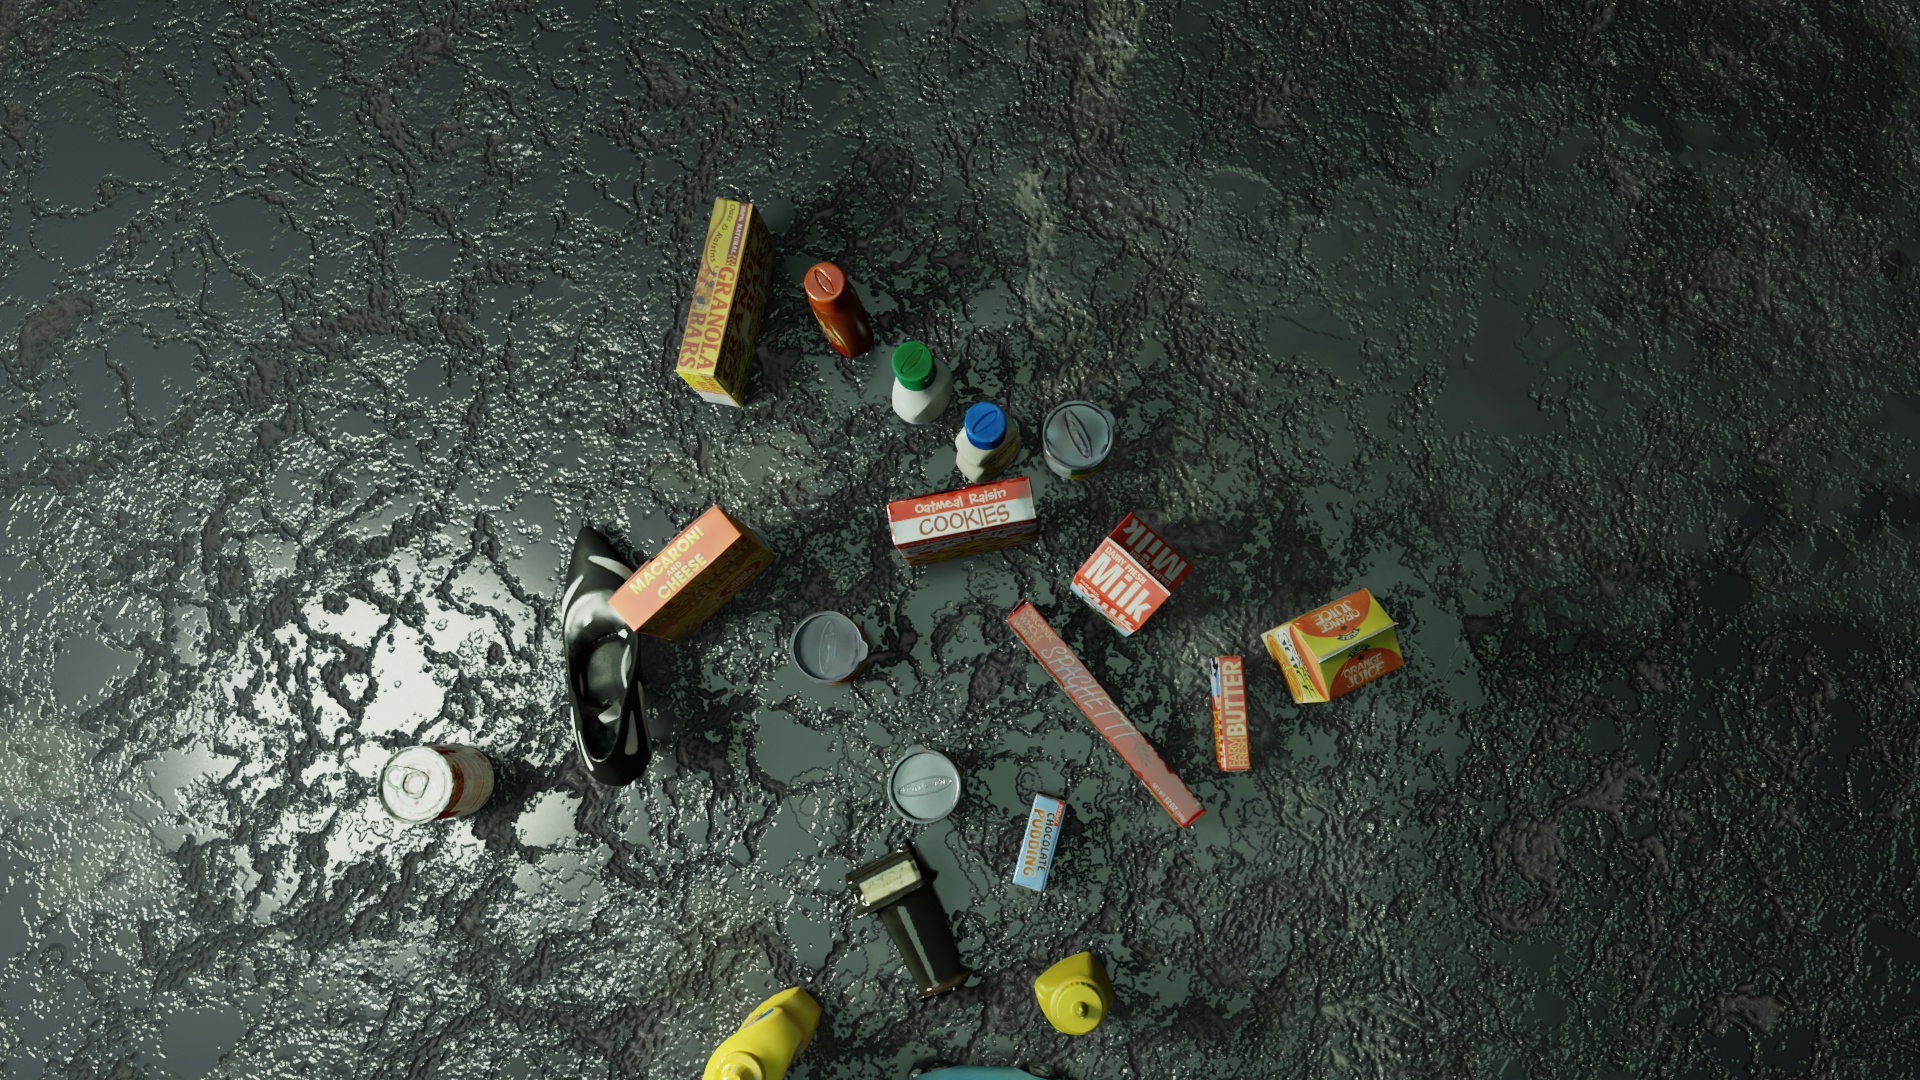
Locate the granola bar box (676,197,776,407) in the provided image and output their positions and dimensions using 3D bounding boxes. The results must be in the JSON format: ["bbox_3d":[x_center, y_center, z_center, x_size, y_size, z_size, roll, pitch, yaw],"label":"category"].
[{"bbox_3d":[-0.215,-0.219,1.299,0.039,0.124,0.165,11,83,4],"label":"granola bar box"}]

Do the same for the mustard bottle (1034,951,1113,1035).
[{"bbox_3d":[0.098,0.389,1.180,0.065,0.160,0.049,-29,82,-1],"label":"mustard bottle"}]

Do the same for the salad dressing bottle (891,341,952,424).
[{"bbox_3d":[-0.037,-0.146,1.269,0.044,0.147,0.064,40,86,7],"label":"salad dressing bottle"}]

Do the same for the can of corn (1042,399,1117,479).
[{"bbox_3d":[0.112,-0.094,1.301,0.071,0.058,0.071,0,82,2],"label":"can of corn"}]

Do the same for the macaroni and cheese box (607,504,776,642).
[{"bbox_3d":[-0.236,0.033,1.242,0.124,0.166,0.040,-42,83,-3],"label":"macaroni and cheese box"}]

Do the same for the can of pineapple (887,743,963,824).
[{"bbox_3d":[-0.030,0.220,1.261,0.071,0.058,0.071,0,82,2],"label":"can of pineapple"}]

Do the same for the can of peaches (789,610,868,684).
[{"bbox_3d":[-0.118,0.100,1.282,0.071,0.058,0.071,0,82,2],"label":"can of peaches"}]

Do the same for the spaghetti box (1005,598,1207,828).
[{"bbox_3d":[0.130,0.157,1.268,0.029,0.050,0.250,-40,82,-3],"label":"spaghetti box"}]

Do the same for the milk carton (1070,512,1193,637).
[{"bbox_3d":[0.148,0.031,1.214,0.072,0.190,0.073,42,86,7],"label":"milk carton"}]

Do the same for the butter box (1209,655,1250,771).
[{"bbox_3d":[0.244,0.157,1.261,0.024,0.053,0.103,-3,82,2],"label":"butter box"}]

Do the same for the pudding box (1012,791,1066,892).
[{"bbox_3d":[0.072,0.271,1.254,0.030,0.049,0.084,15,83,4],"label":"pudding box"}]

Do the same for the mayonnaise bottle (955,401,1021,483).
[{"bbox_3d":[0.024,-0.091,1.258,0.065,0.148,0.041,-42,83,-3],"label":"mayonnaise bottle"}]

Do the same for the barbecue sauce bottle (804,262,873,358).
[{"bbox_3d":[-0.114,-0.216,1.282,0.044,0.148,0.065,-34,82,-2],"label":"barbecue sauce bottle"}]

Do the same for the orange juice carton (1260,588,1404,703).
[{"bbox_3d":[0.322,0.093,1.197,0.072,0.192,0.073,-25,82,-1],"label":"orange juice carton"}]

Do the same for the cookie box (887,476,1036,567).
[{"bbox_3d":[0.004,-0.016,1.239,0.123,0.167,0.040,-11,82,1],"label":"cookie box"}]
